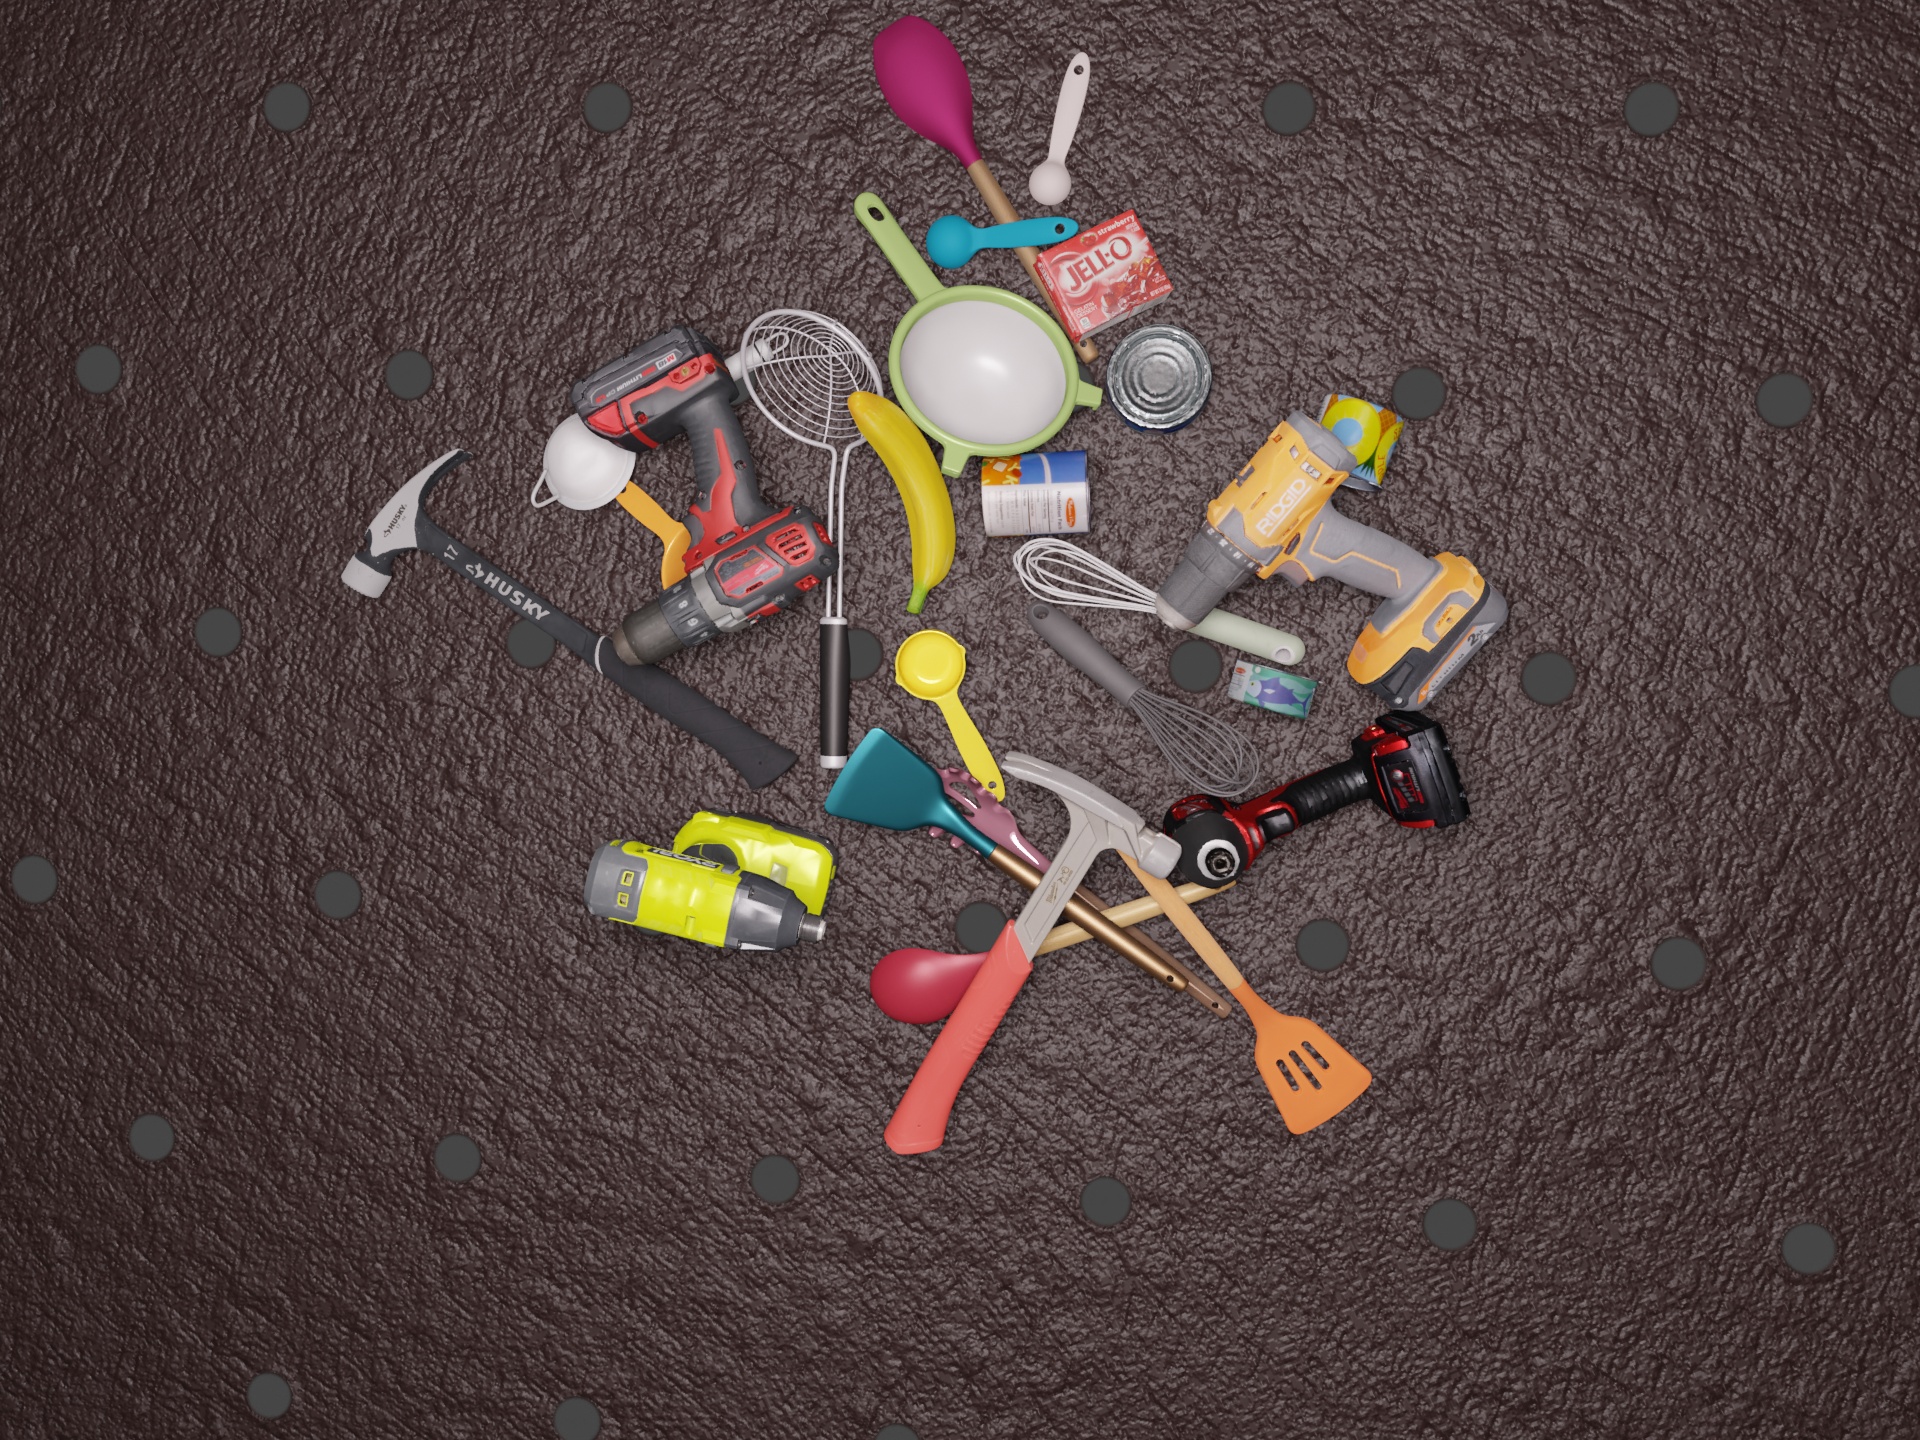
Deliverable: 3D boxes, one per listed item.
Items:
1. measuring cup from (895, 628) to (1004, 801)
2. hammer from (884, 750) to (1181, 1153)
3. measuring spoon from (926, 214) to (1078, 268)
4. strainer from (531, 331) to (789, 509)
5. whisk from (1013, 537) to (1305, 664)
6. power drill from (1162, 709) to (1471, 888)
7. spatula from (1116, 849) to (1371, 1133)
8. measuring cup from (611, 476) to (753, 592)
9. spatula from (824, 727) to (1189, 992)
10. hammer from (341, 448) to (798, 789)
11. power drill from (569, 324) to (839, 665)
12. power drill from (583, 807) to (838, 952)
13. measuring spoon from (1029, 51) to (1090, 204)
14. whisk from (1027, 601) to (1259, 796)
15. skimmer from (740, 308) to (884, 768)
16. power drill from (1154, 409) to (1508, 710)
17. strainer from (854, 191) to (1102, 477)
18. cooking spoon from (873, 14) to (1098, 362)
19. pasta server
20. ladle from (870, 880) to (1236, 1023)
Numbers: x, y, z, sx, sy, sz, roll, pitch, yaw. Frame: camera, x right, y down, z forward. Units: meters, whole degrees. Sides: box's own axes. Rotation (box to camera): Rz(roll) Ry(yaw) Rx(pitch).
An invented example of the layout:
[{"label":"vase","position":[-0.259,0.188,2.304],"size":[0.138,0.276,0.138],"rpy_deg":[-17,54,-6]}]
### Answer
[{"label":"measuring cup","position":[-0.002,-0.004,1.310],"size":[0.062,0.029,0.156],"rpy_deg":[-26,102,6]},{"label":"hammer","position":[0.022,0.199,1.250],"size":[0.149,0.037,0.359],"rpy_deg":[30,113,1]},{"label":"measuring spoon","position":[0.030,-0.388,1.269],"size":[0.128,0.021,0.042],"rpy_deg":[0,101,21]},{"label":"strainer","position":[-0.254,-0.253,1.313],"size":[0.258,0.050,0.087],"rpy_deg":[-30,75,3]},{"label":"whisk","position":[0.159,-0.093,1.277],"size":[0.246,0.059,0.057],"rpy_deg":[19,129,1]},{"label":"power drill","position":[0.266,0.068,1.223],"size":[0.219,0.143,0.078],"rpy_deg":[-20,96,4]},{"label":"spatula","position":[0.208,0.195,1.257],"size":[0.081,0.041,0.322],"rpy_deg":[-37,110,6]},{"label":"measuring cup","position":[-0.222,-0.145,1.313],"size":[0.174,0.052,0.095],"rpy_deg":[41,96,24]},{"label":"spatula","position":[0.044,0.122,1.252],"size":[0.317,0.044,0.082],"rpy_deg":[34,102,6]},{"label":"hammer","position":[-0.312,-0.070,1.328],"size":[0.409,0.036,0.149],"rpy_deg":[33,94,3]},{"label":"power drill","position":[-0.219,-0.168,1.236],"size":[0.188,0.080,0.227],"rpy_deg":[-28,82,6]},{"label":"power drill","position":[-0.173,0.128,1.227],"size":[0.171,0.223,0.080],"rpy_deg":[13,94,5]},{"label":"measuring spoon","position":[0.083,-0.478,1.278],"size":[0.034,0.018,0.124],"rpy_deg":[14,93,5]},{"label":"whisk","position":[0.139,-0.022,1.250],"size":[0.239,0.055,0.055],"rpy_deg":[42,96,24]},{"label":"skimmer","position":[-0.119,-0.140,1.277],"size":[0.127,0.090,0.363],"rpy_deg":[3,95,30]},{"label":"power drill","position":[0.276,-0.099,1.212],"size":[0.226,0.084,0.185],"rpy_deg":[35,107,-16]},{"label":"strainer","position":[-0.015,-0.306,1.271],"size":[0.151,0.069,0.256],"rpy_deg":[-29,77,-20]},{"label":"cooking spoon","position":[0.025,-0.428,1.286],"size":[0.069,0.017,0.319],"rpy_deg":[-31,89,9]},{"label":"pasta server","position":[0.093,0.143,1.295],"size":[0.316,0.040,0.060],"rpy_deg":[38,105,2]},{"label":"ladle","position":[0.071,0.179,1.283],"size":[0.315,0.031,0.069],"rpy_deg":[-21,103,10]}]
